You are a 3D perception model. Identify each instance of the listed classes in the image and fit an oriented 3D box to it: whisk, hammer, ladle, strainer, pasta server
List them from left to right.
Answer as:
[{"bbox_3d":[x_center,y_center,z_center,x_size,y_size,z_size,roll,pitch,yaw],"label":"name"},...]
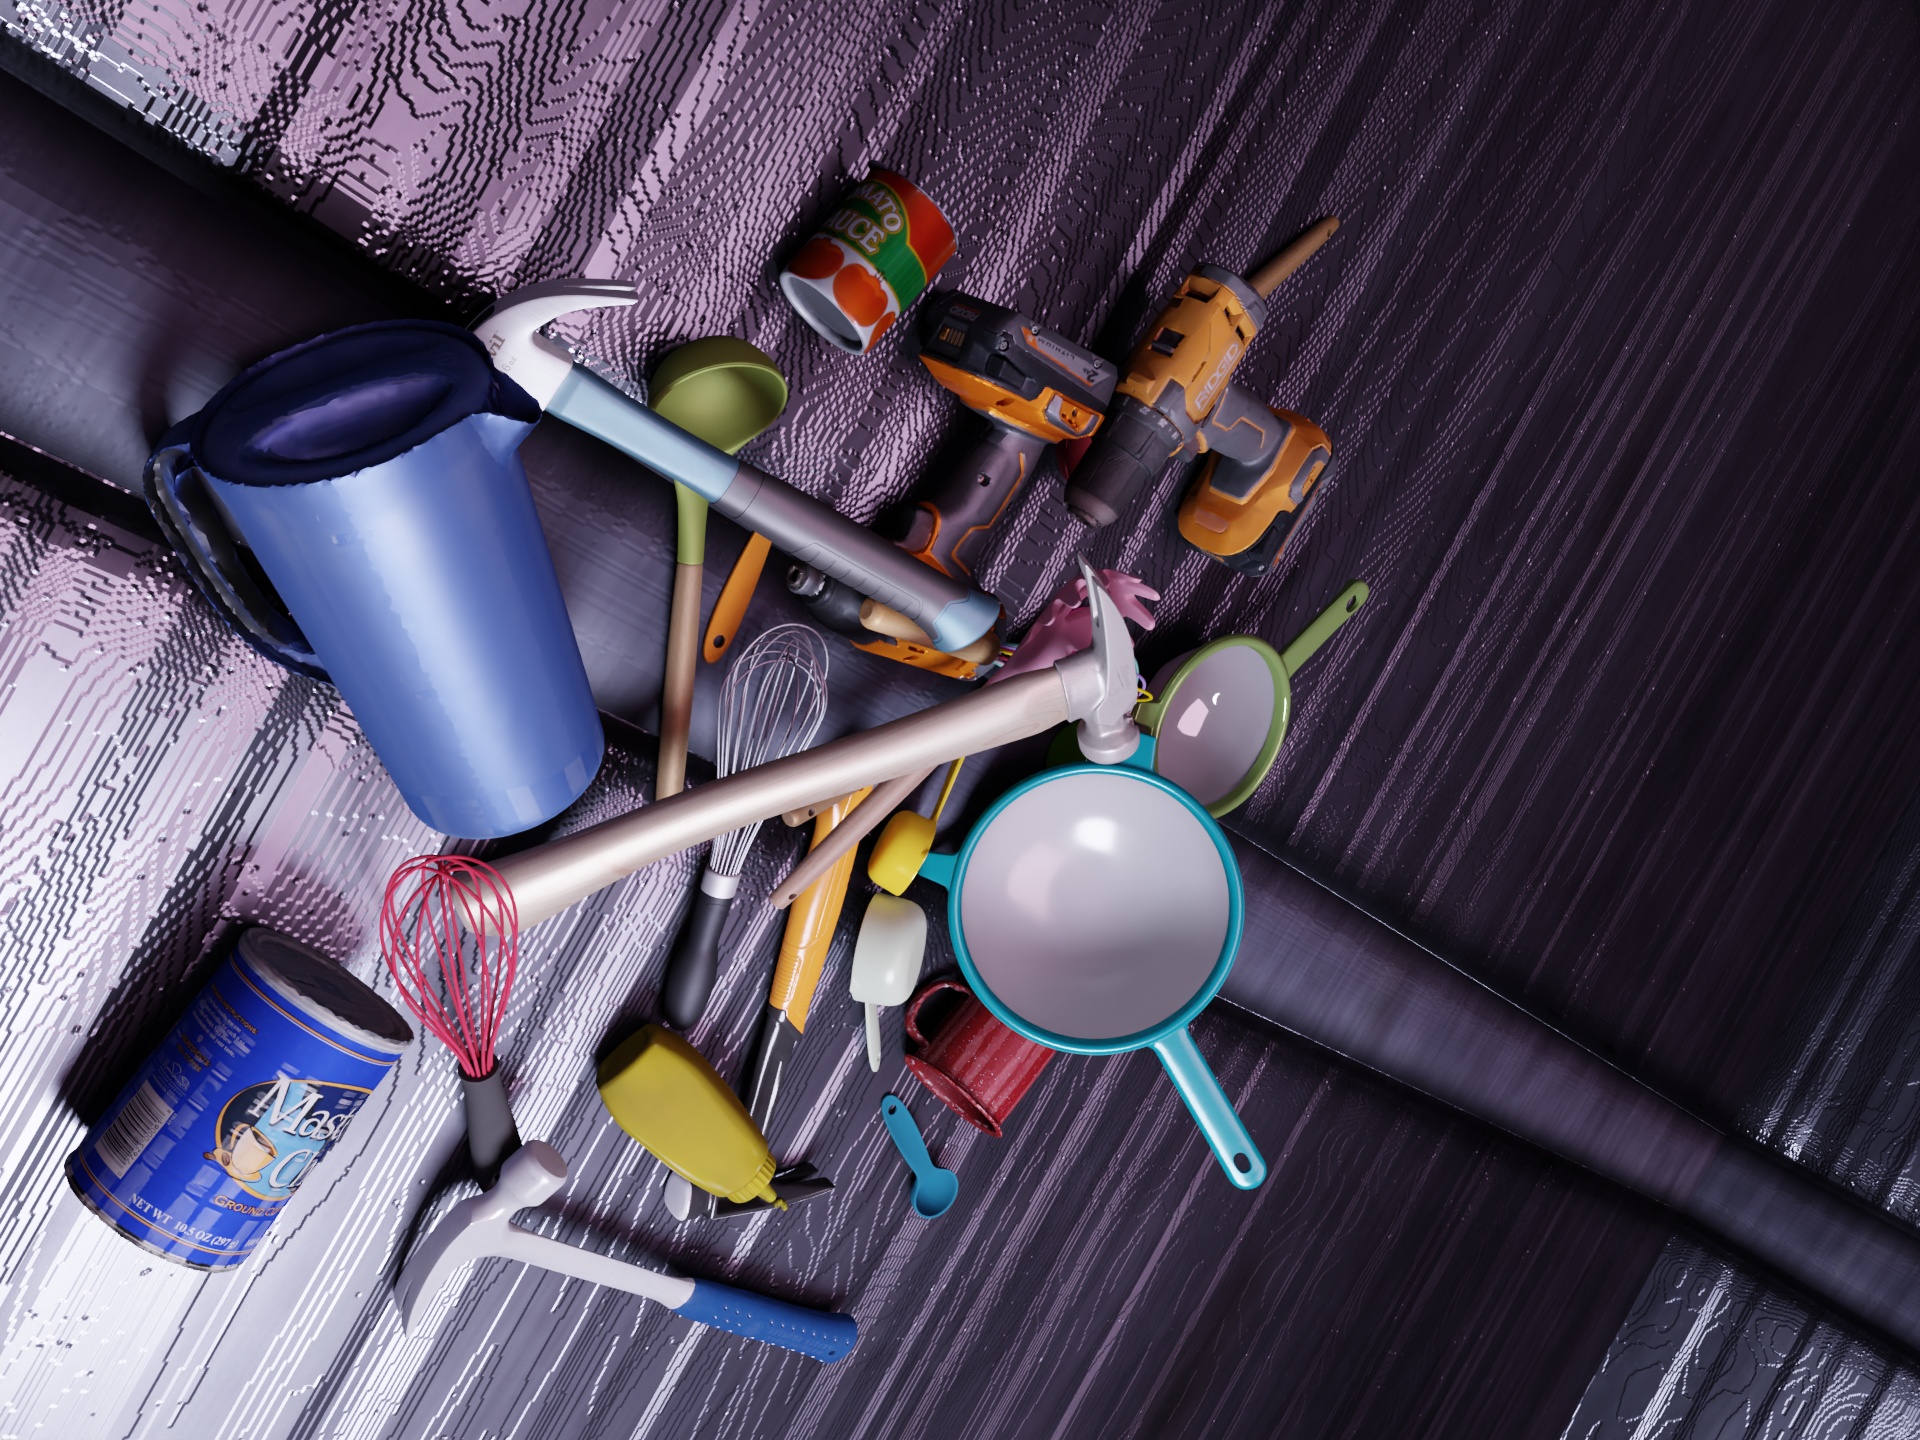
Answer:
[{"bbox_3d":[-0.276,0.185,0.905,0.073,0.073,0.295,-25,138,-31],"label":"whisk"},{"bbox_3d":[-0.203,0.393,1.088,0.144,0.035,0.405,-42,138,5],"label":"hammer"},{"bbox_3d":[-0.154,-0.063,0.920,0.078,0.062,0.320,-5,116,-33],"label":"ladle"},{"bbox_3d":[-0.143,0.071,0.995,0.070,0.070,0.284,4,112,-42],"label":"whisk"},{"bbox_3d":[-0.116,-0.122,0.858,0.330,0.033,0.128,28,110,-29],"label":"hammer"},{"bbox_3d":[-0.093,0.028,0.914,0.410,0.038,0.146,-20,136,-6],"label":"hammer"},{"bbox_3d":[-0.108,0.184,1.089,0.127,0.034,0.337,4,106,-41],"label":"hammer"},{"bbox_3d":[-0.006,0.016,0.987,0.316,0.040,0.060,-44,135,13],"label":"pasta server"},{"bbox_3d":[0.037,-0.042,1.013,0.244,0.047,0.051,16,109,-41],"label":"whisk"},{"bbox_3d":[0.128,0.186,1.175,0.211,0.095,0.340,-30,94,2],"label":"strainer"},{"bbox_3d":[0.169,-0.271,1.124,0.315,0.031,0.069,-43,141,-20],"label":"ladle"},{"bbox_3d":[0.217,-0.035,1.246,0.256,0.069,0.151,-42,129,-20],"label":"strainer"}]

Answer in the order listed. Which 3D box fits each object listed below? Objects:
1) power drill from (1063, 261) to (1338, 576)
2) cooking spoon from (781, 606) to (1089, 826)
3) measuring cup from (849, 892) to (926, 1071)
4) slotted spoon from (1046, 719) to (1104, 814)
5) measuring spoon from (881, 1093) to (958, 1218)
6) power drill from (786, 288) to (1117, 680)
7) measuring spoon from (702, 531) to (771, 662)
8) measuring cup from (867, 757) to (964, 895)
[{"bbox_3d":[0.165,-0.180,1.102,0.185,0.084,0.226,-57,145,-3],"label":"power drill"},{"bbox_3d":[-0.002,-0.003,1.072,0.319,0.017,0.068,-31,134,-41],"label":"cooking spoon"},{"bbox_3d":[-0.048,0.195,1.127,0.083,0.038,0.167,-68,163,-50],"label":"measuring cup"},{"bbox_3d":[0.149,0.107,1.283,0.070,0.031,0.313,-43,134,-8],"label":"slotted spoon"},{"bbox_3d":[-0.039,0.334,1.237,0.042,0.021,0.128,-35,120,-23],"label":"measuring spoon"},{"bbox_3d":[-0.010,-0.144,0.991,0.164,0.084,0.226,15,103,-44],"label":"power drill"},{"bbox_3d":[-0.127,-0.087,0.960,0.021,0.011,0.117,21,95,-45],"label":"measuring spoon"},{"bbox_3d":[-0.023,0.045,1.100,0.029,0.062,0.156,26,76,-10],"label":"measuring cup"}]
